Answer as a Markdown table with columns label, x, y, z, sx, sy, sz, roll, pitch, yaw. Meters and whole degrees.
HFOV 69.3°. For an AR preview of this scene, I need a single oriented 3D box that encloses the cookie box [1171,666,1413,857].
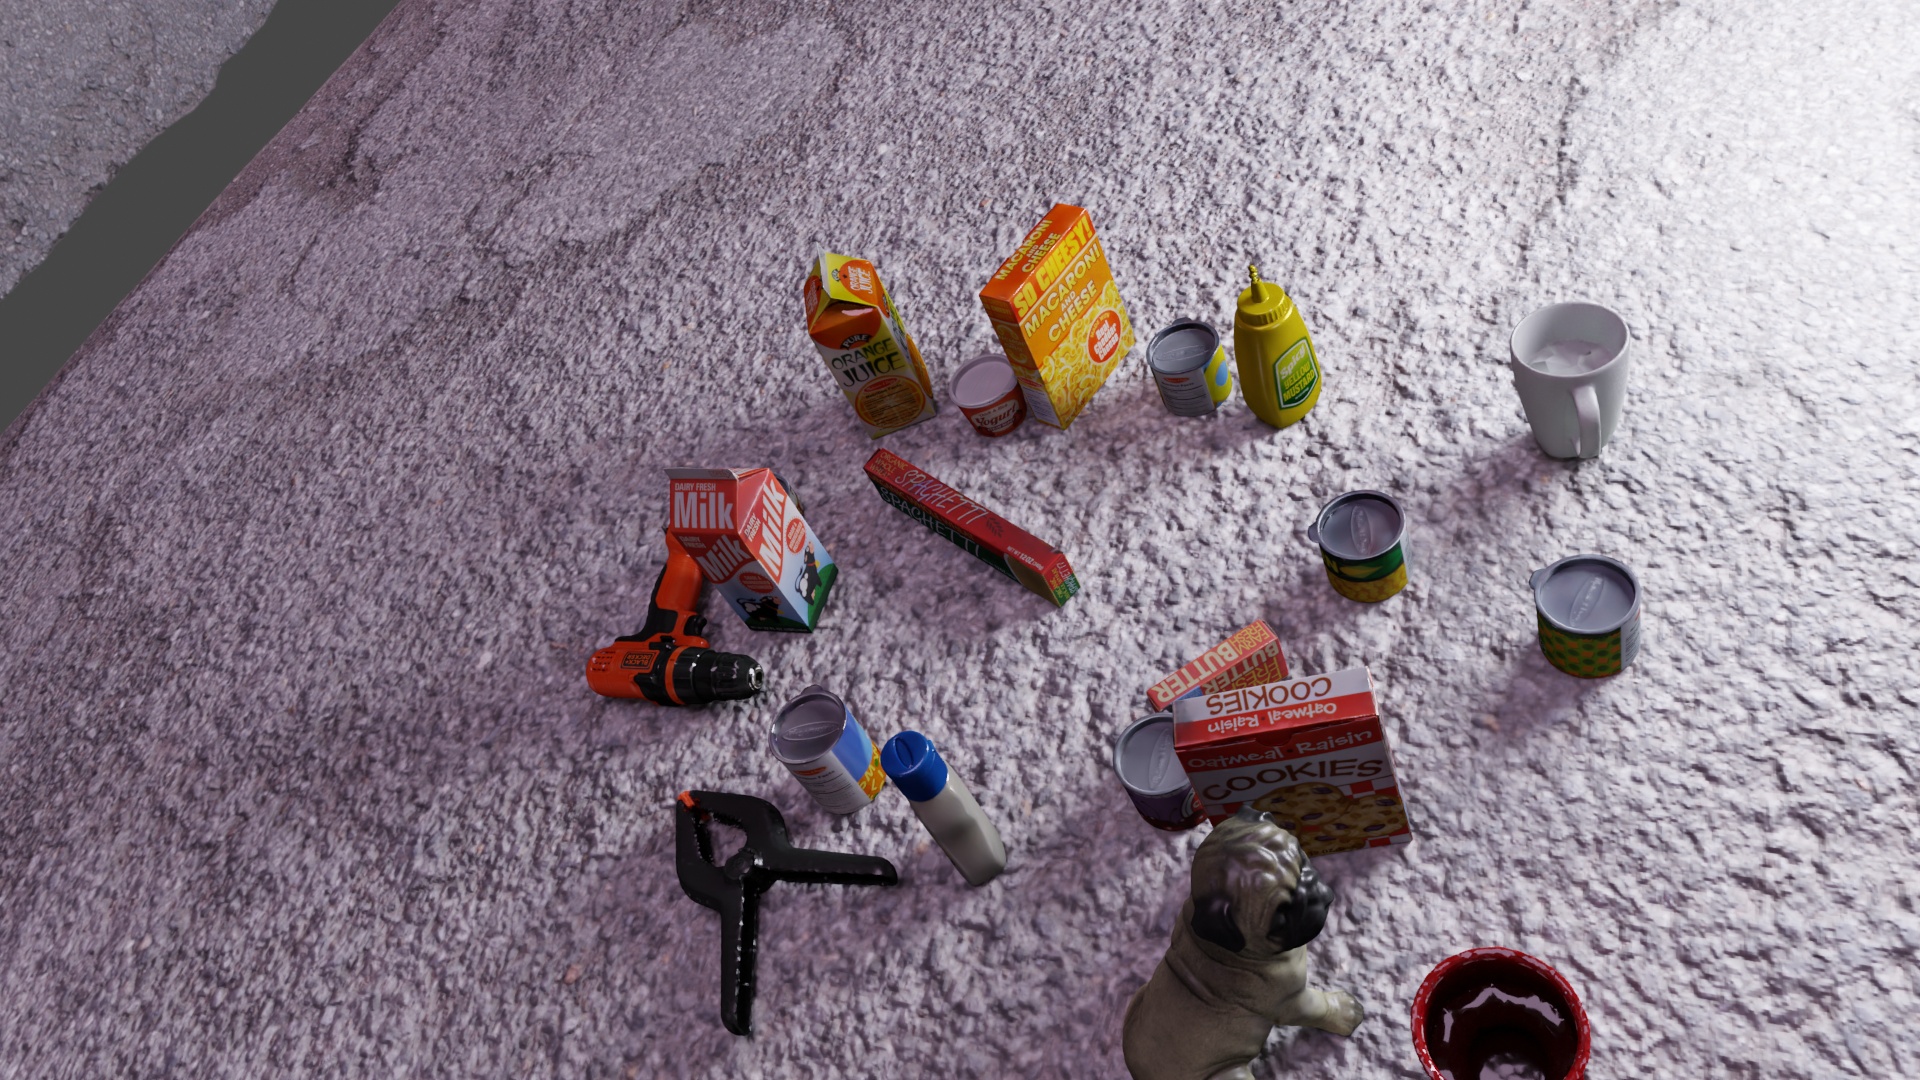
| label | x | y | z | sx | sy | sz | roll | pitch | yaw |
| --- | --- | --- | --- | --- | --- | --- | --- | --- | --- |
| cookie box | 0.216 | 0.151 | 0.895 | 0.123 | 0.166 | 0.040 | -13 | 48 | 16 |

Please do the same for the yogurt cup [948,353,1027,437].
| label | x | y | z | sx | sy | sz | roll | pitch | yaw |
| --- | --- | --- | --- | --- | --- | --- | --- | --- | --- |
| yogurt cup | 0.029 | -0.135 | 1.311 | 0.072 | 0.053 | 0.073 | -14 | 48 | 15 |

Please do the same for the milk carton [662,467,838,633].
| label | x | y | z | sx | sy | sz | roll | pitch | yaw |
| --- | --- | --- | --- | --- | --- | --- | --- | --- | --- |
| milk carton | -0.184 | -0.002 | 1.206 | 0.072 | 0.189 | 0.074 | 1 | 53 | 27 |

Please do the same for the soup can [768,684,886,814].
| label | x | y | z | sx | sy | sz | roll | pitch | yaw |
| --- | --- | --- | --- | --- | --- | --- | --- | --- | --- |
| soup can | -0.103 | 0.166 | 1.097 | 0.071 | 0.083 | 0.072 | -14 | 48 | 16 |

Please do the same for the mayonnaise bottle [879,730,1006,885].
| label | x | y | z | sx | sy | sz | roll | pitch | yaw |
| --- | --- | --- | --- | --- | --- | --- | --- | --- | --- |
| mayonnaise bottle | -0.013 | 0.187 | 0.989 | 0.041 | 0.147 | 0.065 | -31 | 45 | -1 |

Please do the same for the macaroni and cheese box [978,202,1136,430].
| label | x | y | z | sx | sy | sz | roll | pitch | yaw |
| --- | --- | --- | --- | --- | --- | --- | --- | --- | --- |
| macaroni and cheese box | 0.090 | -0.201 | 1.259 | 0.040 | 0.165 | 0.124 | 22 | 64 | 38 |

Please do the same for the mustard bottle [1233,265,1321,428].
| label | x | y | z | sx | sy | sz | roll | pitch | yaw |
| --- | --- | --- | --- | --- | --- | --- | --- | --- | --- |
| mustard bottle | 0.257 | -0.164 | 1.150 | 0.065 | 0.159 | 0.049 | -42 | 46 | -11 |

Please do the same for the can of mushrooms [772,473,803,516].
| label | x | y | z | sx | sy | sz | roll | pitch | yaw |
| --- | --- | --- | --- | --- | --- | --- | --- | --- | --- |
| can of mushrooms | -0.186 | -0.029 | 1.339 | 0.071 | 0.033 | 0.071 | -14 | 48 | 15 |

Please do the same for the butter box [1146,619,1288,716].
| label | x | y | z | sx | sy | sz | roll | pitch | yaw |
| --- | --- | --- | --- | --- | --- | --- | --- | --- | --- |
| butter box | 0.191 | 0.105 | 1.027 | 0.103 | 0.053 | 0.024 | -32 | 45 | -2 |

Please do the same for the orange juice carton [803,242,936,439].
| label | x | y | z | sx | sy | sz | roll | pitch | yaw |
| --- | --- | --- | --- | --- | --- | --- | --- | --- | --- |
| orange juice carton | -0.093 | -0.193 | 1.323 | 0.073 | 0.192 | 0.072 | -20 | 46 | 10 |

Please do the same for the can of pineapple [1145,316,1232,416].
| label | x | y | z | sx | sy | sz | roll | pitch | yaw |
| --- | --- | --- | --- | --- | --- | --- | --- | --- | --- |
| can of pineapple | 0.205 | -0.155 | 1.239 | 0.071 | 0.057 | 0.071 | -14 | 48 | 15 |

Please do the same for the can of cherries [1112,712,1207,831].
| label | x | y | z | sx | sy | sz | roll | pitch | yaw |
| --- | --- | --- | --- | --- | --- | --- | --- | --- | --- |
| can of cherries | 0.150 | 0.166 | 0.990 | 0.071 | 0.058 | 0.072 | -14 | 48 | 15 |

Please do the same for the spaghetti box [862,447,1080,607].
| label | x | y | z | sx | sy | sz | roll | pitch | yaw |
| --- | --- | --- | --- | --- | --- | --- | --- | --- | --- |
| spaghetti box | 0.004 | -0.015 | 1.223 | 0.029 | 0.050 | 0.250 | -46 | 47 | -15 |

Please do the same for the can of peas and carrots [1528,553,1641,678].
| label | x | y | z | sx | sy | sz | roll | pitch | yaw |
| --- | --- | --- | --- | --- | --- | --- | --- | --- | --- |
| can of peas and carrots | 0.428 | 0.052 | 0.953 | 0.071 | 0.058 | 0.071 | -14 | 48 | 15 |

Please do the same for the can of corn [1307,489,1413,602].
| label | x | y | z | sx | sy | sz | roll | pitch | yaw |
| --- | --- | --- | --- | --- | --- | --- | --- | --- | --- |
| can of corn | 0.304 | 0.005 | 1.053 | 0.071 | 0.058 | 0.071 | -14 | 48 | 15 |
